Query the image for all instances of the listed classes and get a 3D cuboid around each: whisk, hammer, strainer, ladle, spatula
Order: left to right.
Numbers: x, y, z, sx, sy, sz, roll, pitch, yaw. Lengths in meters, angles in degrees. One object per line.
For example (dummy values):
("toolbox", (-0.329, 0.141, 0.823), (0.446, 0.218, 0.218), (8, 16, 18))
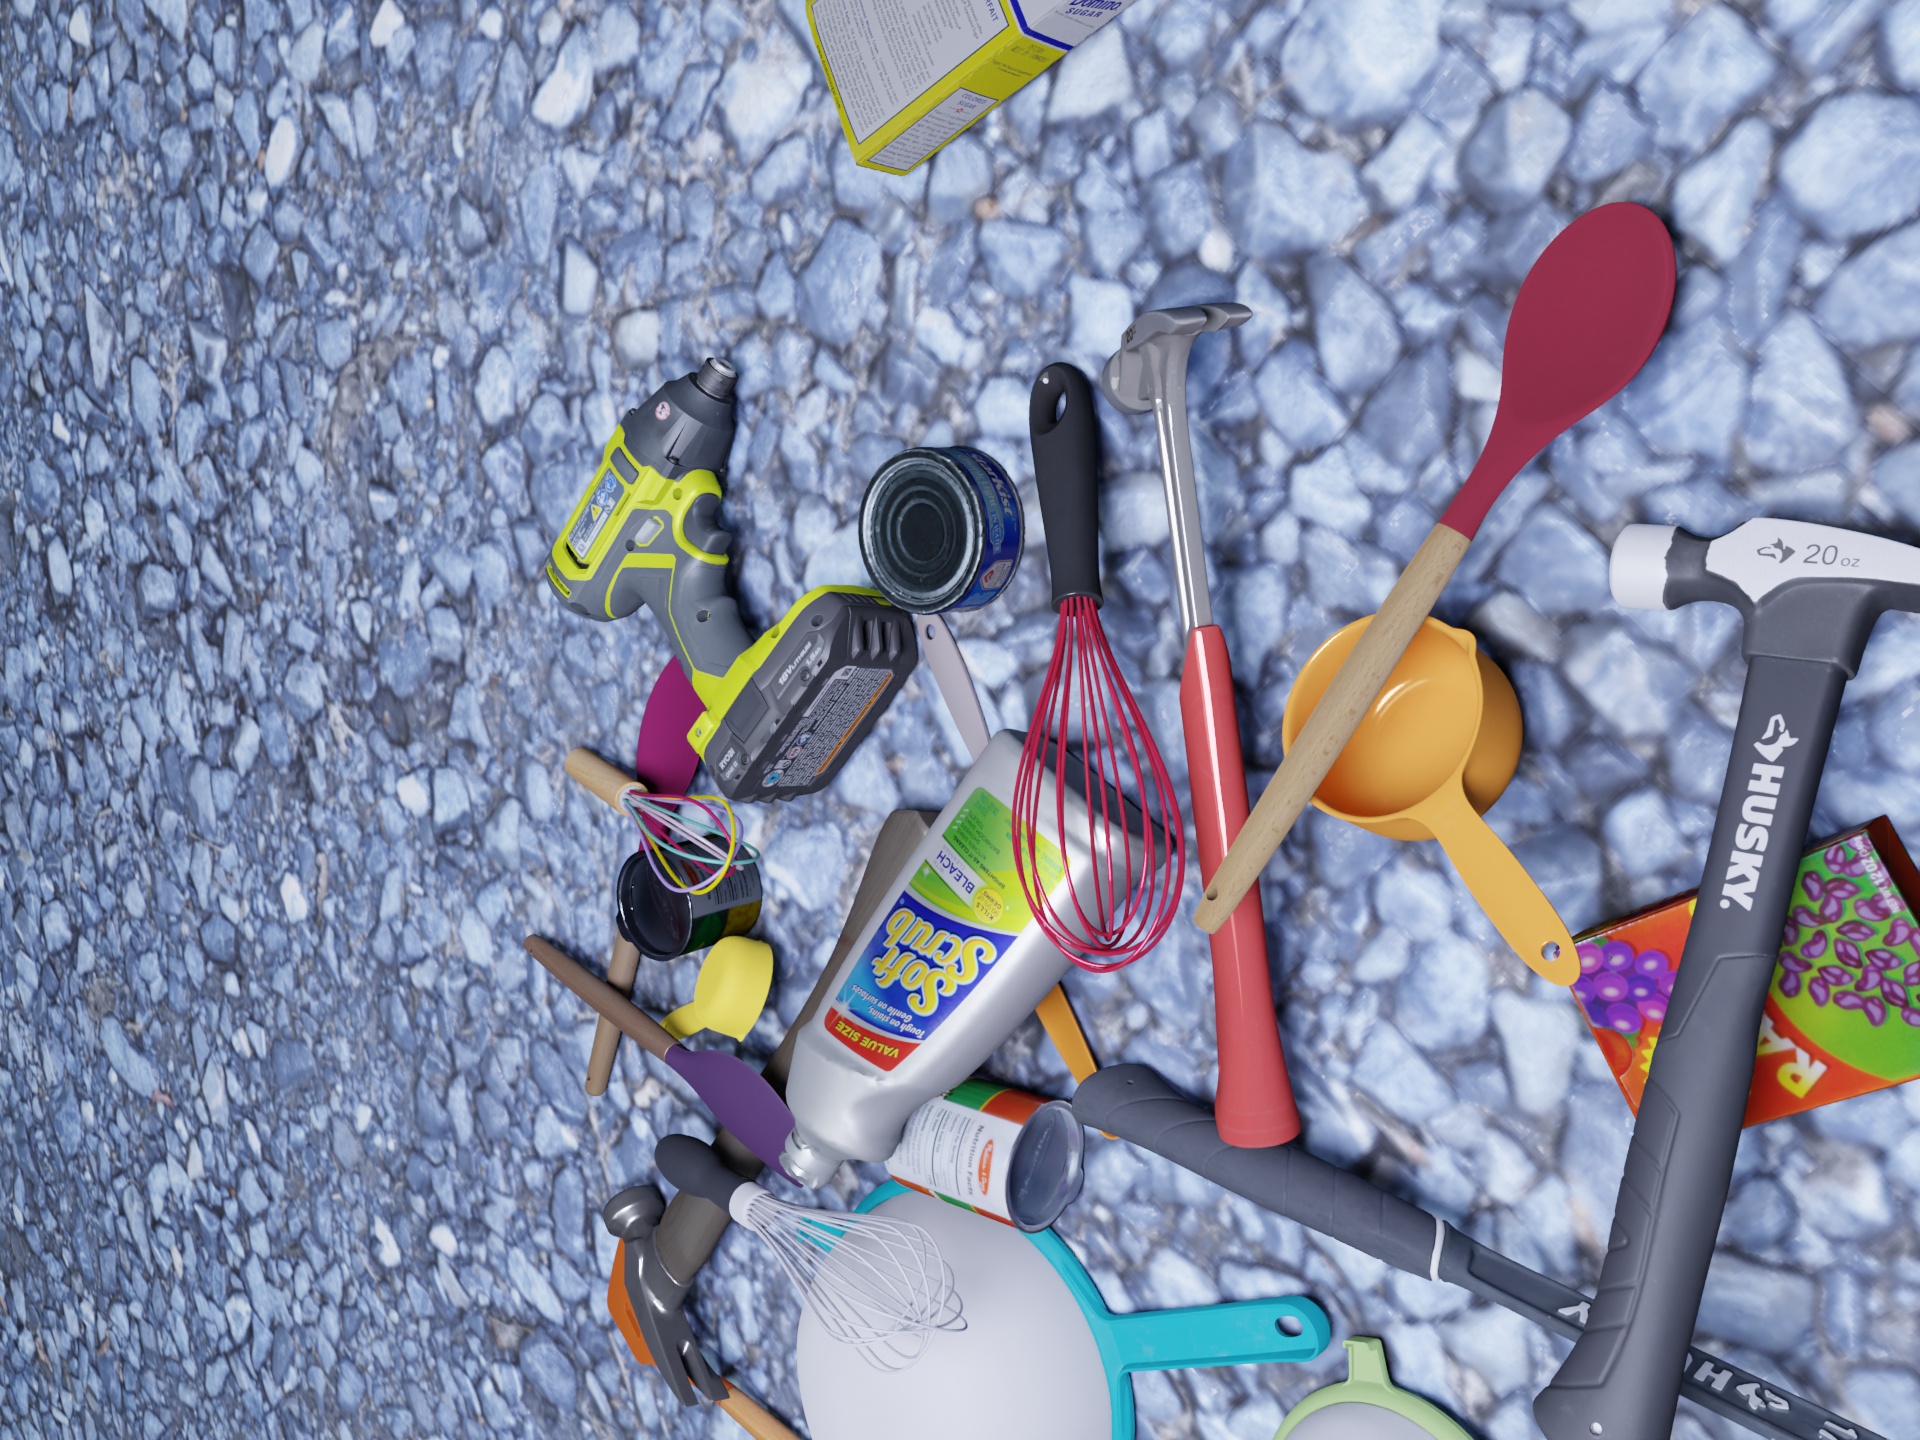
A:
("whisk", (-0.182, 0.048, 0.932), (0.245, 0.051, 0.047), (21, 119, 56))
("spatula", (-0.187, 0.190, 0.967), (0.316, 0.018, 0.059), (21, 120, 45))
("spatula", (-0.121, 0.431, 0.991), (0.323, 0.041, 0.081), (27, 112, 29))
("whisk", (-0.092, 0.266, 0.837), (0.285, 0.070, 0.070), (7, 102, 54))
("hammer", (-0.098, 0.218, 0.911), (0.410, 0.038, 0.146), (-59, 46, 27))
("strainer", (0.025, 0.337, 0.807), (0.340, 0.095, 0.211), (-25, 81, 40))
("whisk", (0.053, -0.034, 0.704), (0.073, 0.073, 0.296), (-23, 60, 39))
("hammer", (0.110, 0.009, 0.677), (0.036, 0.149, 0.359), (-9, 96, -5))
("strainer", (0.146, 0.412, 0.709), (0.256, 0.069, 0.152), (-60, 44, 24))
("ladle", (0.177, -0.050, 0.613), (0.315, 0.031, 0.069), (-59, 36, 9))
("hammer", (0.205, 0.223, 0.636), (0.409, 0.149, 0.036), (16, 119, 44))
("hammer", (0.261, 0.094, 0.534), (0.146, 0.035, 0.335), (11, 80, 41))

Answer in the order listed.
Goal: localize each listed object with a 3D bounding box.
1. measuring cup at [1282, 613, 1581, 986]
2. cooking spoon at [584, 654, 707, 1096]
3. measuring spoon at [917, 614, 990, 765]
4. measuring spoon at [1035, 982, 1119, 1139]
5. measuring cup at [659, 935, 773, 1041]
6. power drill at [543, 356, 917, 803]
("measuring cup", (0.196, 0.035, 0.617), (0.095, 0.052, 0.174), (-45, 49, 22))
("cooking spoon", (-0.202, 0.106, 1.006), (0.069, 0.017, 0.318), (37, 119, 42))
("measuring spoon", (-0.001, -0.003, 0.825), (0.034, 0.018, 0.124), (-30, 77, 38))
("measuring spoon", (0.056, 0.158, 0.812), (0.021, 0.011, 0.117), (-41, 68, 35))
("measuring cup", (-0.160, 0.170, 0.957), (0.156, 0.029, 0.062), (-32, 42, 49))
("power drill", (-0.131, -0.079, 0.882), (0.223, 0.080, 0.171), (50, 117, 26))
